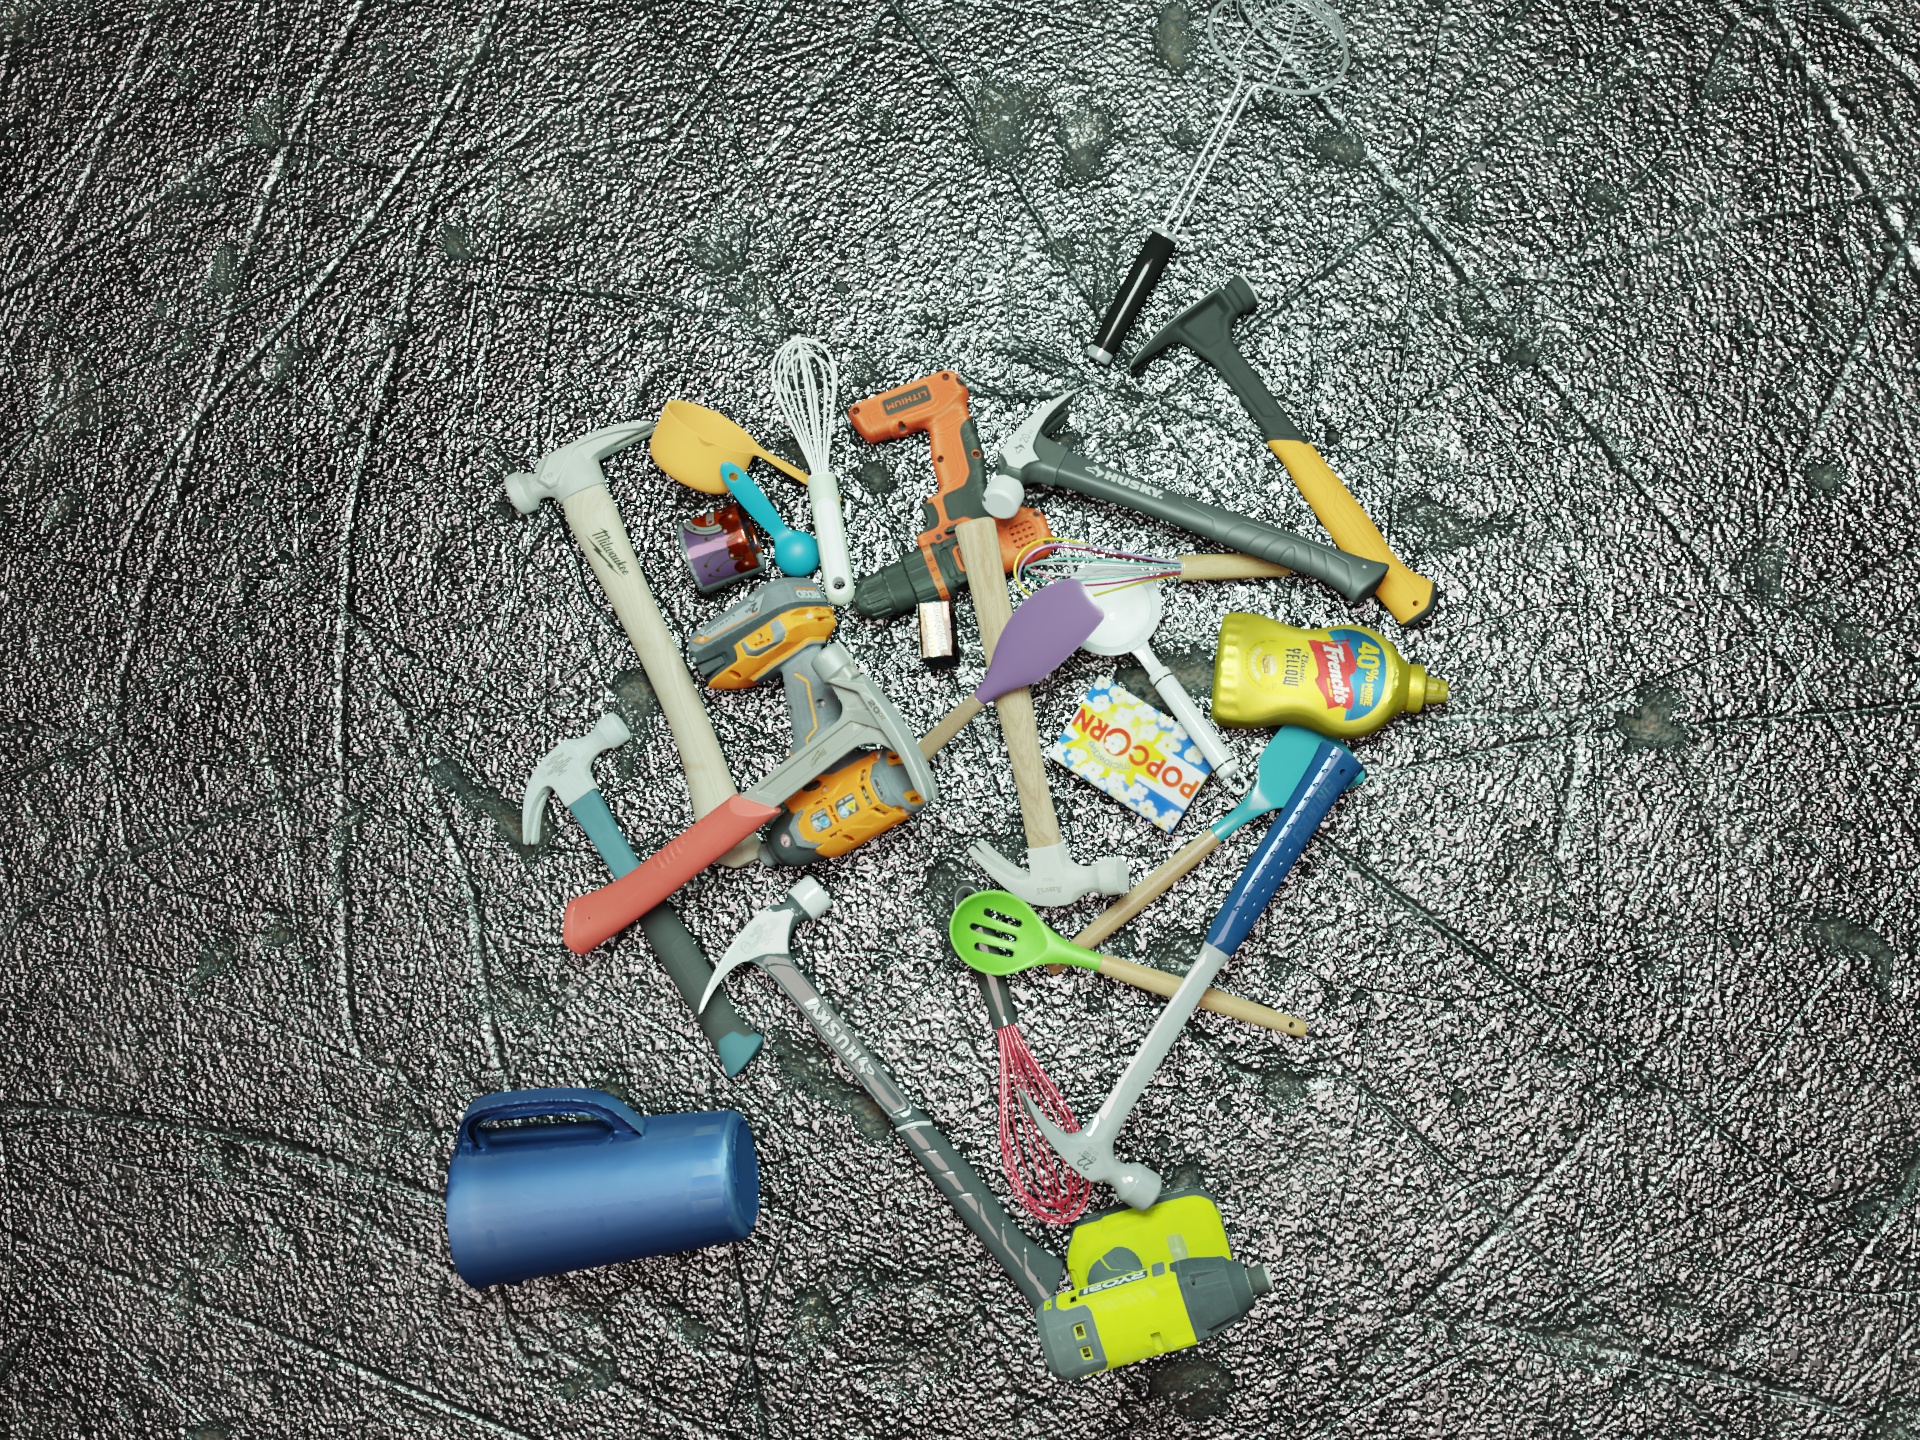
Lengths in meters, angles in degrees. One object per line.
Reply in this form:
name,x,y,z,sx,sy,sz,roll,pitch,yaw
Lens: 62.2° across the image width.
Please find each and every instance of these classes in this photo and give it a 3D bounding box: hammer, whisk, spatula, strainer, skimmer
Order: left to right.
hammer,-0.273,0.164,1.403,0.128,0.033,0.331,-34,83,3
hammer,-0.262,-0.065,1.417,0.146,0.038,0.411,-25,84,3
hammer,-0.190,0.097,1.319,0.359,0.036,0.149,-37,82,18
whisk,-0.122,-0.219,1.381,0.058,0.059,0.246,-10,81,-2
hammer,-0.057,0.334,1.354,0.149,0.036,0.409,-39,85,-12
spatula,-0.002,-0.004,1.336,0.316,0.018,0.060,-44,76,23
whisk,0.045,0.278,1.348,0.073,0.073,0.296,-18,77,5
hammer,0.045,-0.006,1.341,0.130,0.031,0.331,-12,93,27
strainer,0.164,-0.041,1.341,0.087,0.050,0.259,-32,70,-3
whisk,0.164,-0.132,1.339,0.245,0.051,0.047,-3,61,-12
spatula,0.199,0.115,1.357,0.317,0.044,0.082,-40,84,7
hammer,0.196,-0.176,1.334,0.335,0.035,0.146,21,53,6
skimmer,0.212,-0.475,1.393,0.127,0.090,0.363,30,100,5
hammer,0.200,0.193,1.298,0.144,0.035,0.405,34,86,-12
hammer,0.287,-0.216,1.363,0.127,0.034,0.337,-36,83,2

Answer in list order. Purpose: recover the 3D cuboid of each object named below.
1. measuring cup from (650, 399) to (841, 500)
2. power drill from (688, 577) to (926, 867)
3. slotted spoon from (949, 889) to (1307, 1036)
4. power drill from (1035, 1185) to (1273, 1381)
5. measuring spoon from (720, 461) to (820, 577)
measuring cup,-0.192,-0.218,1.407,0.173,0.095,0.052,28,111,-14
power drill,-0.143,0.011,1.360,0.164,0.084,0.226,-31,80,25
slotted spoon,0.141,0.214,1.338,0.313,0.031,0.070,18,80,0
power drill,0.153,0.434,1.237,0.171,0.223,0.080,-18,85,5
measuring spoon,-0.166,-0.173,1.383,0.042,0.021,0.128,-37,120,5
